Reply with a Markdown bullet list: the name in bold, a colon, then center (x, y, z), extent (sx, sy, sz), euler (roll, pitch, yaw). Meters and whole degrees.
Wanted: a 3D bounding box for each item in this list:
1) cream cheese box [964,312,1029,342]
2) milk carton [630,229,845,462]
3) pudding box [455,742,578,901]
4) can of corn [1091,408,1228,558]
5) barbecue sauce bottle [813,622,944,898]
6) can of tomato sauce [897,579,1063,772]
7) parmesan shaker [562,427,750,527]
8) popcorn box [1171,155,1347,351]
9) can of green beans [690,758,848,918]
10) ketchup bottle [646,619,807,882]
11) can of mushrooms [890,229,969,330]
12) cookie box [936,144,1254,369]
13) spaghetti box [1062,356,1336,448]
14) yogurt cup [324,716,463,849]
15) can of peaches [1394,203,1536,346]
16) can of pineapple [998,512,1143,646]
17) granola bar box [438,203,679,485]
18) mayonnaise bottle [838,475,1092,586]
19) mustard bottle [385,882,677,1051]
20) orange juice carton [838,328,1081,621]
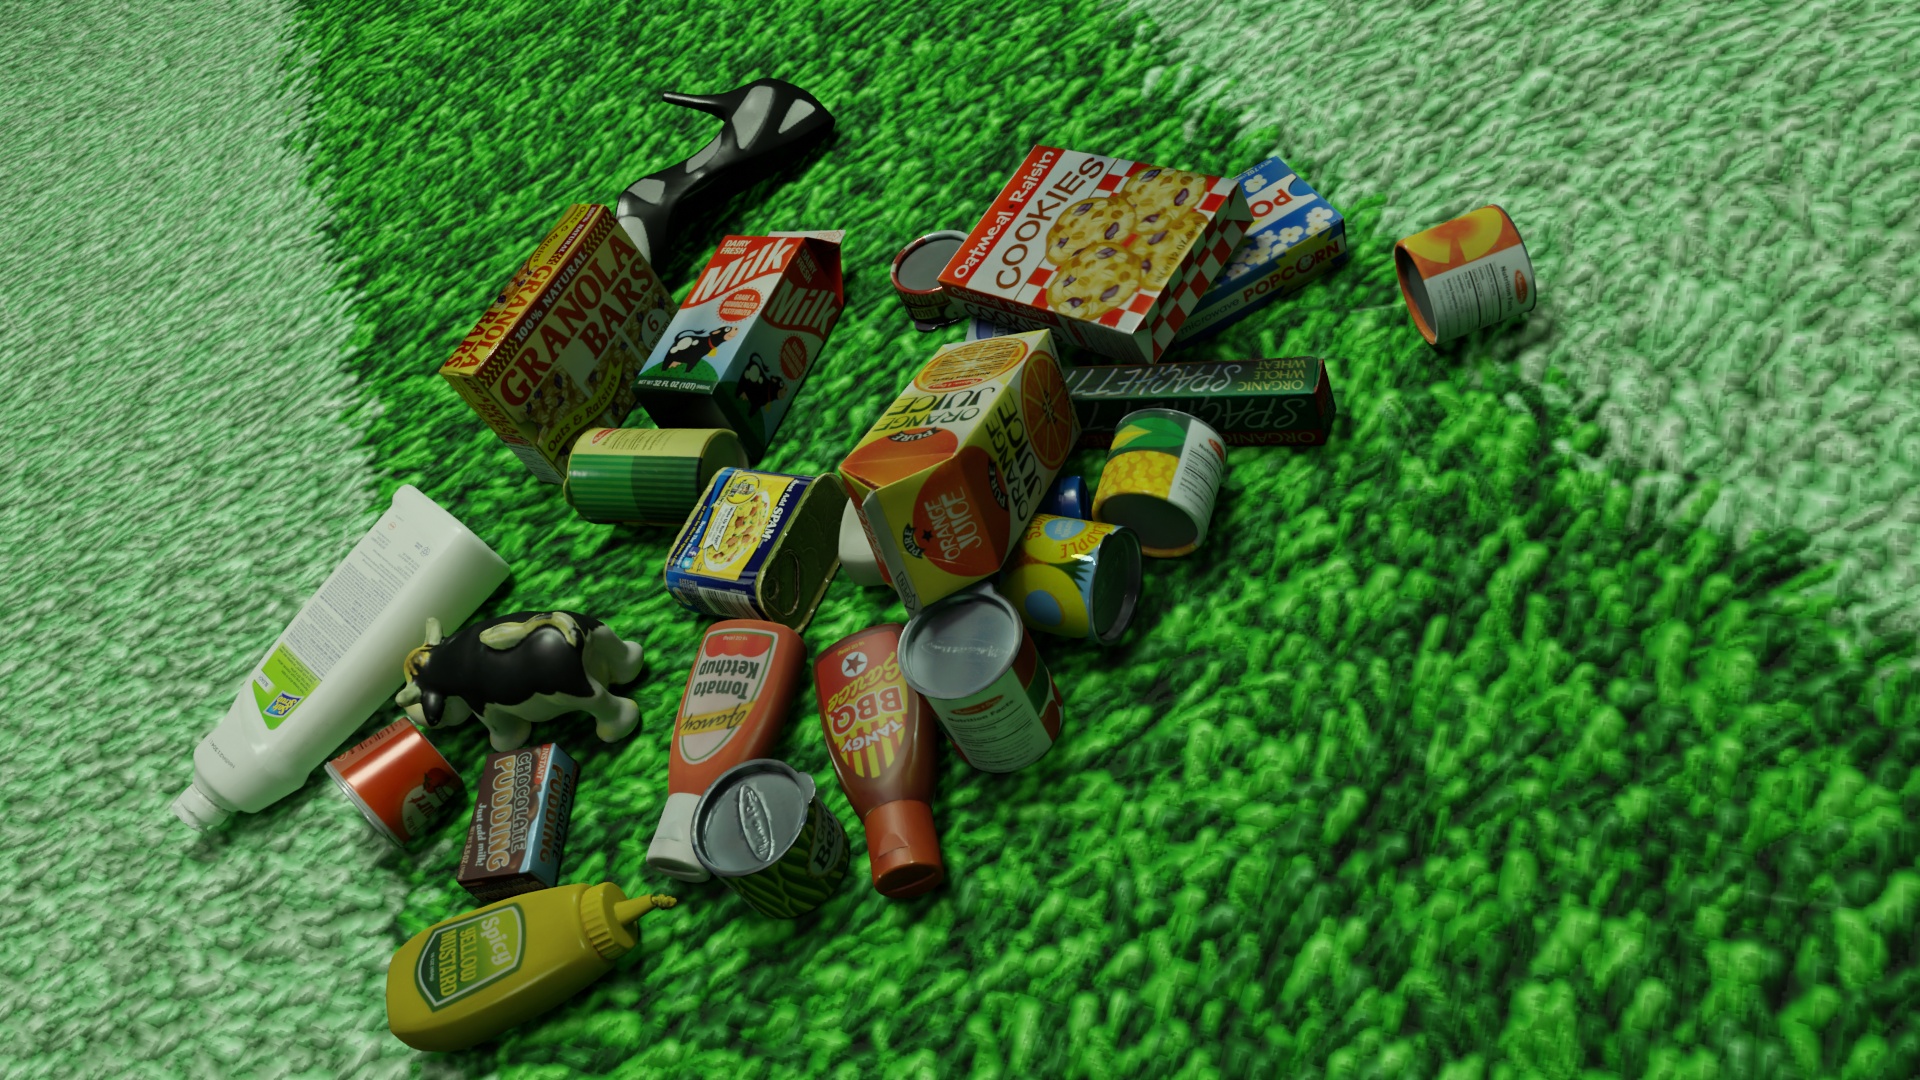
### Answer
- **cream cheese box**: center (0.034, -0.142, 0.932), extent (0.053, 0.024, 0.104), euler (-3, 53, 23)
- **milk carton**: center (-0.147, -0.153, 0.986), extent (0.072, 0.073, 0.191), euler (6, 57, 27)
- **pudding box**: center (-0.257, 0.164, 0.812), extent (0.049, 0.030, 0.084), euler (-10, 51, 15)
- **can of corn**: center (0.110, -0.031, 0.785), extent (0.071, 0.071, 0.058), euler (4, 56, 26)
- **barbecue sauce bottle**: center (-0.039, 0.117, 0.747), extent (0.065, 0.043, 0.149), euler (-24, 48, 11)
- **can of tomato sauce**: center (0.013, 0.073, 0.732), extent (0.071, 0.082, 0.071), euler (-12, 50, 15)
- **parmesan shaker**: center (-0.201, -0.040, 0.923), extent (0.103, 0.071, 0.071), euler (3, 55, 24)
- **popcorn box**: center (0.173, -0.186, 0.898), extent (0.127, 0.038, 0.085), euler (-29, 47, 0)
- **can of green beans**: center (-0.099, 0.157, 0.731), extent (0.071, 0.057, 0.071), euler (-12, 50, 15)
- **ketchup bottle**: center (-0.136, 0.118, 0.788), extent (0.064, 0.043, 0.149), euler (-1, 54, 24)
- **can of mushrooms**: center (-0.015, -0.184, 0.980), extent (0.071, 0.033, 0.071), euler (-11, 51, 14)
- **cookie box**: center (0.083, -0.185, 0.886), extent (0.167, 0.040, 0.123), euler (24, 72, 40)
- **spaghetti box**: center (0.096, -0.081, 0.841), extent (0.250, 0.050, 0.029), euler (1, 56, 24)
- **yogurt cup**: center (-0.341, 0.144, 0.843), extent (0.054, 0.072, 0.072), euler (-42, 49, -22)
- **can of peaches**: center (0.290, -0.154, 0.805), extent (0.058, 0.071, 0.071), euler (-21, 49, 8)
- **can of pineapple**: center (0.061, 0.019, 0.764), extent (0.058, 0.070, 0.071), euler (10, 59, 29)
- **granola bar box**: center (-0.278, -0.140, 0.998), extent (0.039, 0.123, 0.166), euler (11, 59, 31)
- **mayonnaise bottle**: center (0.003, -0.010, 0.831), extent (0.148, 0.041, 0.065), euler (-8, 46, 16)
- **mustard bottle**: center (-0.226, 0.218, 0.744), extent (0.160, 0.048, 0.065), euler (-24, 50, 4)
- **orange juice carton**: center (-0.003, -0.040, 0.758), extent (0.073, 0.071, 0.194), euler (-5, 30, 28)
